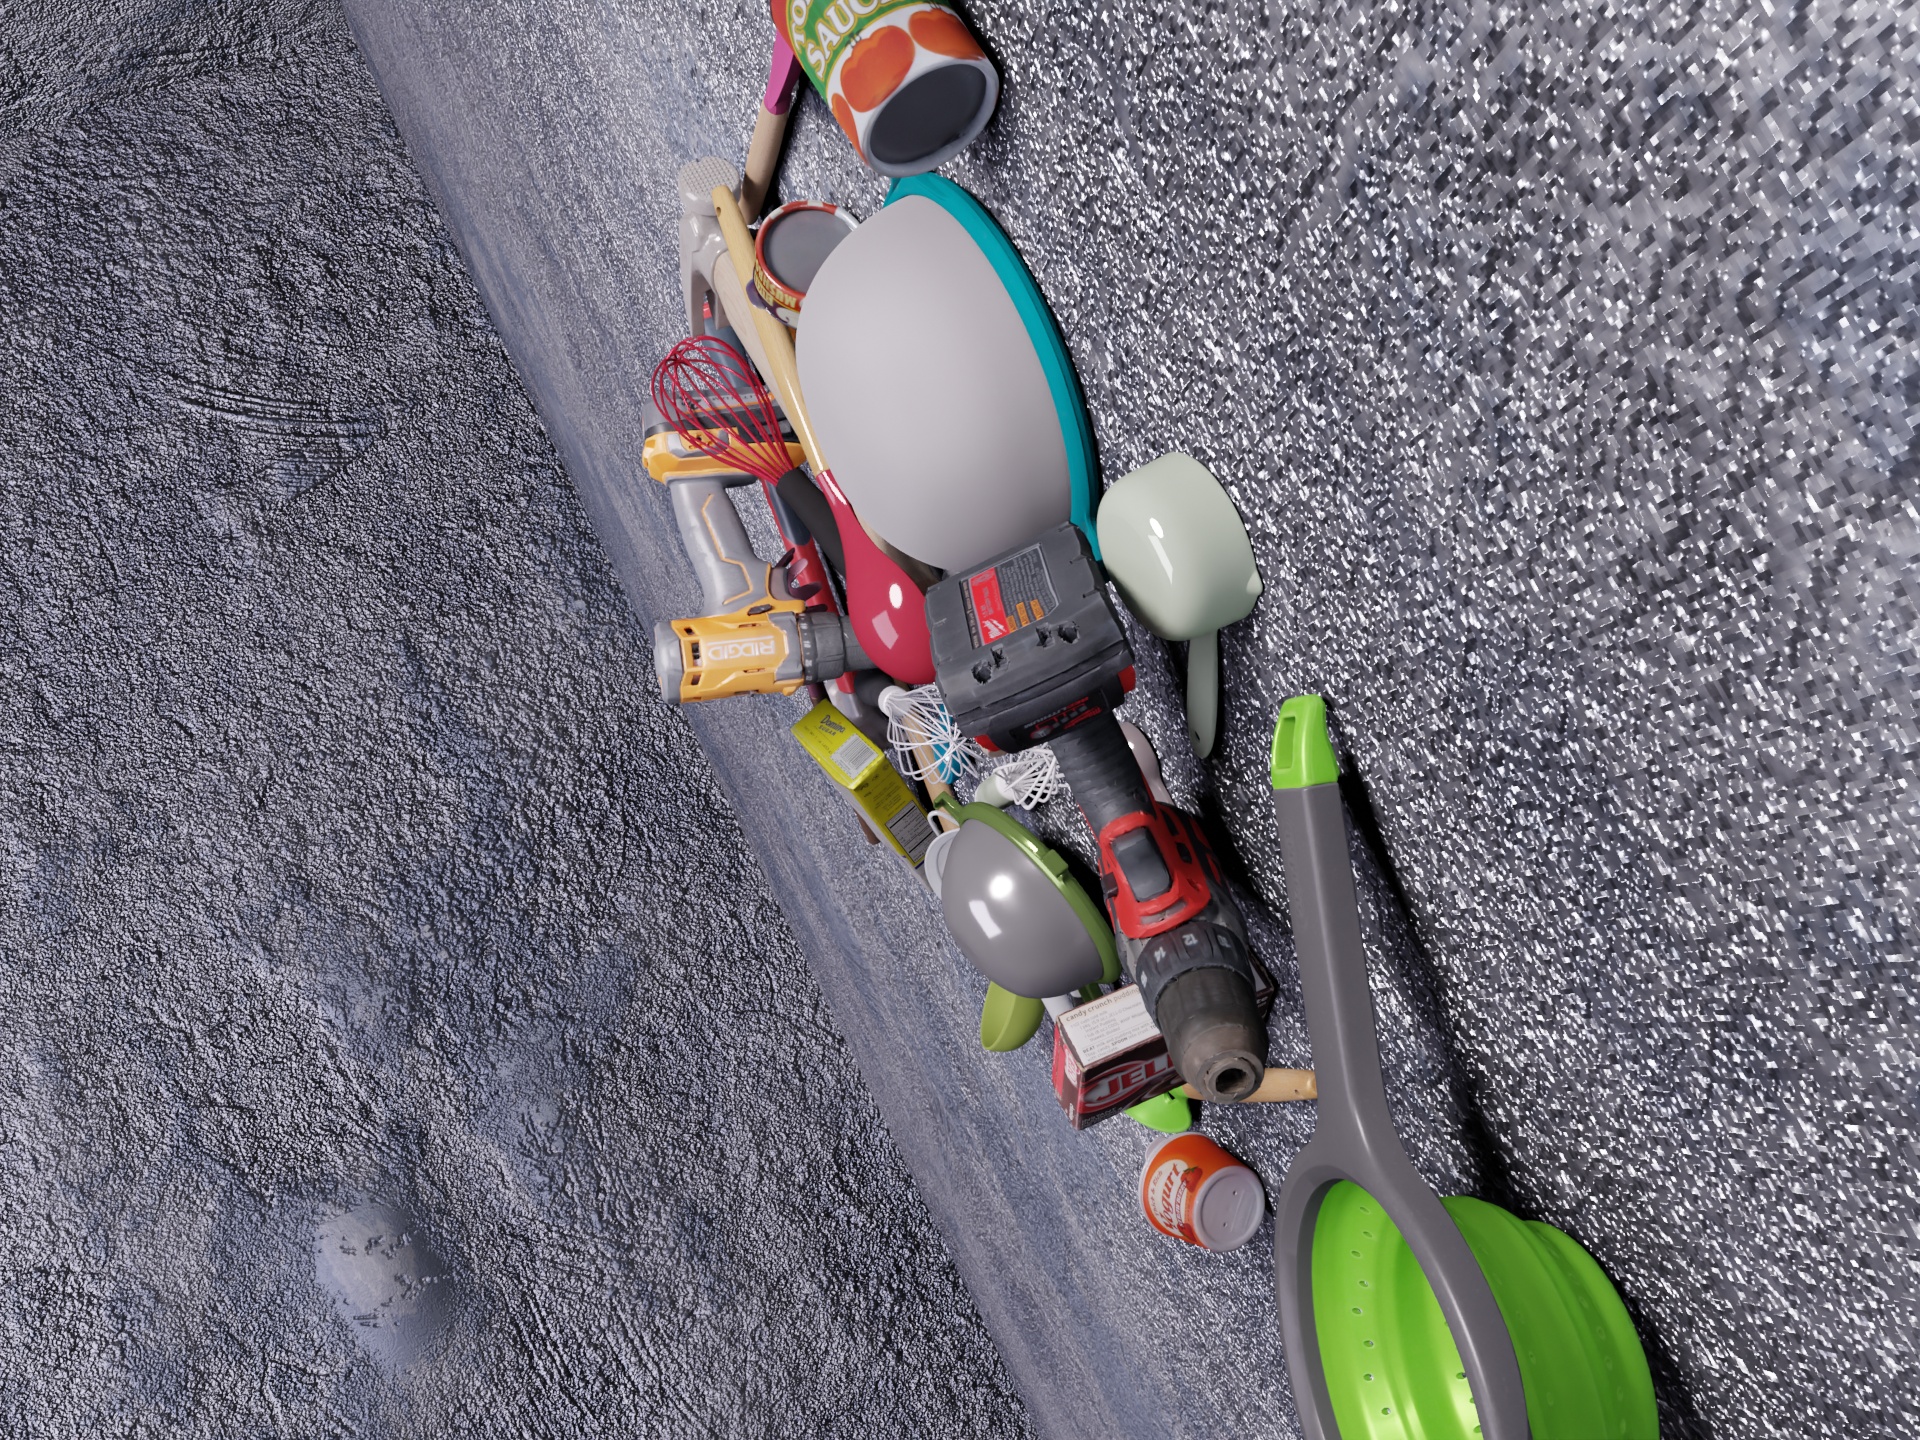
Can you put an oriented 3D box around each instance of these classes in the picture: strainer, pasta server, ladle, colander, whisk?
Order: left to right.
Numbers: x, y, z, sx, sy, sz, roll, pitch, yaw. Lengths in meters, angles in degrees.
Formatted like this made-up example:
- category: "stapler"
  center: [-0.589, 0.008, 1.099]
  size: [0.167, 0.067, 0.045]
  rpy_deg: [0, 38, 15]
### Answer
- category: "whisk"
  center: [-0.124, -0.169, 1.064]
  size: [0.296, 0.073, 0.073]
  rpy_deg: [48, 159, 32]
- category: "ladle"
  center: [-0.083, -0.164, 0.901]
  size: [0.069, 0.031, 0.315]
  rpy_deg: [-33, 76, 53]
- category: "pasta server"
  center: [-0.106, -0.008, 1.336]
  size: [0.060, 0.040, 0.315]
  rpy_deg: [45, 160, 45]
- category: "strainer"
  center: [-0.045, -0.210, 0.772]
  size: [0.211, 0.095, 0.340]
  rpy_deg: [34, 148, 64]
- category: "whisk"
  center: [-0.040, -0.007, 1.137]
  size: [0.070, 0.070, 0.285]
  rpy_deg: [68, 169, -15]
- category: "ladle"
  center: [-0.006, 0.115, 1.278]
  size: [0.078, 0.062, 0.320]
  rpy_deg: [-170, 58, -78]
- category: "whisk"
  center: [0.037, 0.038, 1.020]
  size: [0.246, 0.059, 0.058]
  rpy_deg: [130, 150, -79]
- category: "strainer"
  center: [0.049, 0.169, 1.201]
  size: [0.087, 0.050, 0.258]
  rpy_deg: [-22, 102, 32]
- category: "strainer"
  center: [0.053, 0.171, 1.061]
  size: [0.152, 0.069, 0.256]
  rpy_deg: [25, 148, 56]
- category: "colander"
  center: [0.196, 0.183, 0.638]
  size: [0.204, 0.094, 0.397]
  rpy_deg: [160, 103, -79]

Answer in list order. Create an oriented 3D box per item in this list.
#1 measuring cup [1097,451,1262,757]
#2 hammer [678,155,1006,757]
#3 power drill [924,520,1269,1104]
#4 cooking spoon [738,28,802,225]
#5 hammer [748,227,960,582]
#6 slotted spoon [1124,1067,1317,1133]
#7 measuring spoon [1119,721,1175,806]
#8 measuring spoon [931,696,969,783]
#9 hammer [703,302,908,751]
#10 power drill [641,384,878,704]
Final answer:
- category: "measuring cup"
  center: [0.091, -0.037, 0.692]
  size: [0.083, 0.038, 0.167]
  rpy_deg: [51, 159, 42]
- category: "hammer"
  center: [-0.072, -0.148, 0.969]
  size: [0.411, 0.038, 0.146]
  rpy_deg: [59, 161, 20]
- category: "power drill"
  center: [0.071, 0.044, 0.709]
  size: [0.226, 0.080, 0.188]
  rpy_deg: [61, -171, -27]
- category: "cooking spoon"
  center: [-0.108, -0.344, 0.912]
  size: [0.319, 0.017, 0.069]
  rpy_deg: [171, 105, -77]
- category: "hammer"
  center: [-0.073, -0.184, 1.044]
  size: [0.337, 0.034, 0.127]
  rpy_deg: [60, 164, 16]
- category: "slotted spoon"
  center: [0.150, 0.220, 0.951]
  size: [0.070, 0.031, 0.313]
  rpy_deg: [47, 162, 2]
- category: "measuring spoon"
  center: [0.108, 0.059, 0.842]
  size: [0.124, 0.018, 0.034]
  rpy_deg: [64, 166, -1]
- category: "measuring spoon"
  center: [-0.002, -0.004, 1.147]
  size: [0.128, 0.021, 0.042]
  rpy_deg: [97, 154, -49]
- category: "hammer"
  center: [-0.131, -0.154, 1.296]
  size: [0.143, 0.038, 0.386]
  rpy_deg: [36, 148, 60]
- category: "power drill"
  center: [-0.143, -0.130, 1.187]
  size: [0.084, 0.185, 0.226]
  rpy_deg: [144, 119, -77]
